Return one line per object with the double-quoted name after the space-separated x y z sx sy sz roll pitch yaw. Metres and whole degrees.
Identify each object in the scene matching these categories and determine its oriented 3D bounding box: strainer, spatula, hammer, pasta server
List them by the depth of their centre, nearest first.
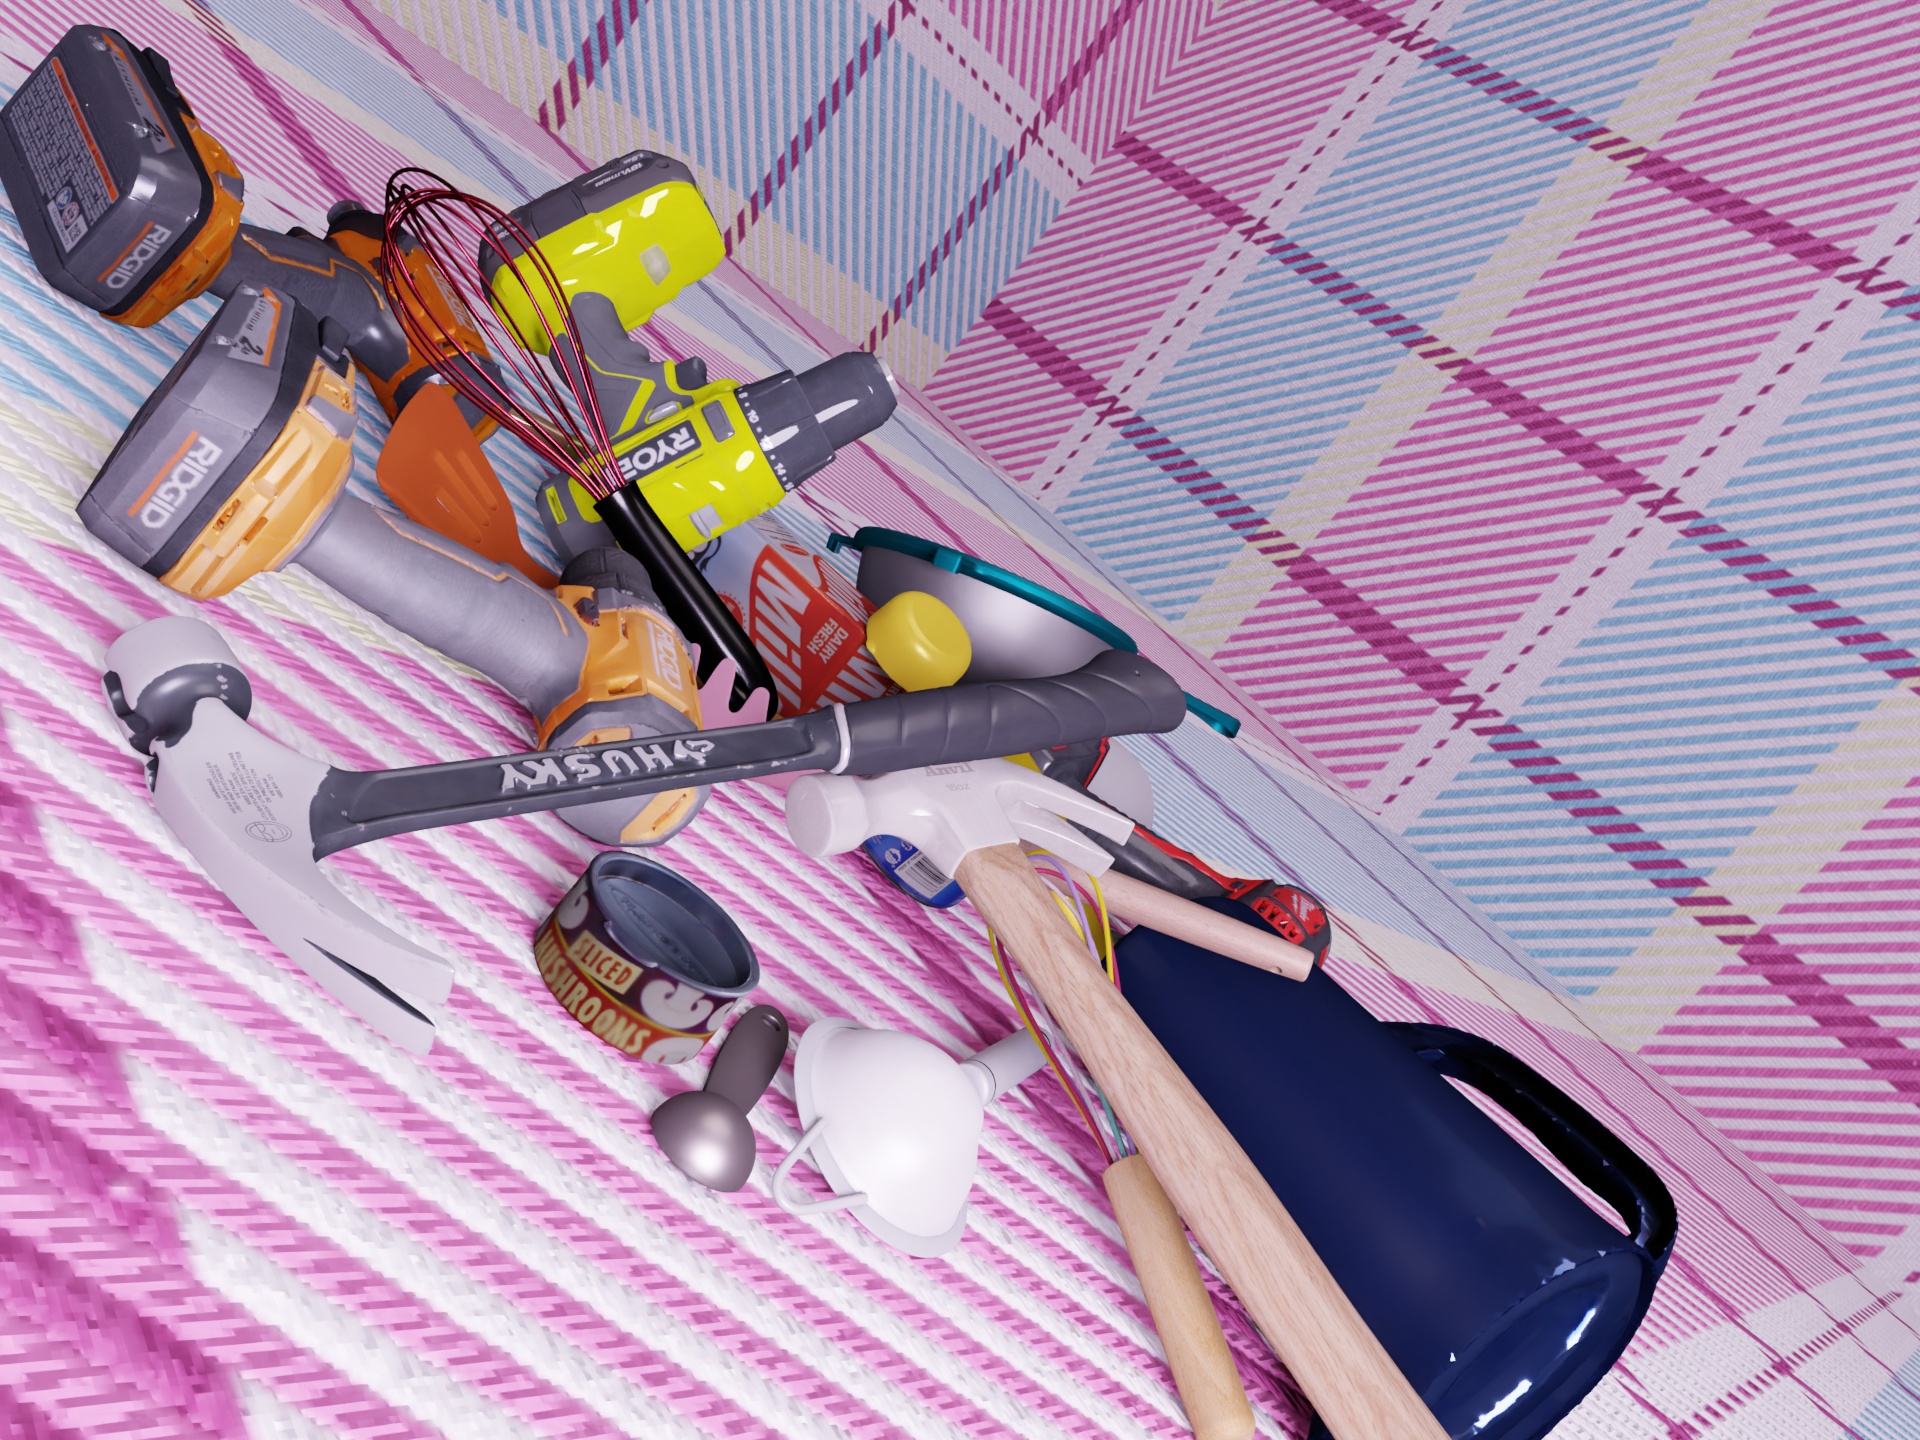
0.070 0.133 0.547 0.130 0.031 0.332 -8 50 -41 "hammer"
-0.054 0.010 0.548 0.408 0.036 0.149 -8 44 -45 "hammer"
0.002 0.135 0.591 0.087 0.050 0.258 59 13 11 "strainer"
0.004 0.043 0.698 0.316 0.040 0.060 21 -28 10 "pasta server"
-0.141 -0.036 0.773 0.322 0.041 0.081 36 36 -24 "spatula"
0.106 0.059 0.988 0.257 0.069 0.151 33 7 36 "strainer"
0.059 -0.025 1.126 0.340 0.095 0.211 26 -3 -29 "strainer"

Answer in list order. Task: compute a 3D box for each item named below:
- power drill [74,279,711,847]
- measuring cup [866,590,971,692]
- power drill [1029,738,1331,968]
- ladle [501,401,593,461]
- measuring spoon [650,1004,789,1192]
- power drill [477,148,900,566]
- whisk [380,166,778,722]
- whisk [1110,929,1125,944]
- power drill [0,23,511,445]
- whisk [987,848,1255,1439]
-0.195 -0.063 0.608 0.226 0.084 0.186 38 15 -30 "power drill"
-0.001 -0.003 0.820 0.062 0.029 0.157 9 48 -47 "measuring cup"
0.104 0.072 0.871 0.220 0.078 0.143 38 18 18 "power drill"
-0.253 -0.179 0.926 0.320 0.078 0.062 27 32 -26 "ladle"
-0.068 0.112 0.509 0.034 0.018 0.124 39 11 -3 "measuring spoon"
-0.153 -0.197 0.855 0.229 0.190 0.080 62 0 28 "power drill"
-0.171 -0.121 0.733 0.295 0.073 0.073 57 9 -11 "whisk"
0.107 0.139 0.889 0.246 0.058 0.059 26 -16 -39 "whisk"
-0.331 -0.228 0.762 0.164 0.084 0.226 57 16 24 "power drill"
0.059 0.146 0.597 0.051 0.047 0.245 86 -12 -51 "whisk"
